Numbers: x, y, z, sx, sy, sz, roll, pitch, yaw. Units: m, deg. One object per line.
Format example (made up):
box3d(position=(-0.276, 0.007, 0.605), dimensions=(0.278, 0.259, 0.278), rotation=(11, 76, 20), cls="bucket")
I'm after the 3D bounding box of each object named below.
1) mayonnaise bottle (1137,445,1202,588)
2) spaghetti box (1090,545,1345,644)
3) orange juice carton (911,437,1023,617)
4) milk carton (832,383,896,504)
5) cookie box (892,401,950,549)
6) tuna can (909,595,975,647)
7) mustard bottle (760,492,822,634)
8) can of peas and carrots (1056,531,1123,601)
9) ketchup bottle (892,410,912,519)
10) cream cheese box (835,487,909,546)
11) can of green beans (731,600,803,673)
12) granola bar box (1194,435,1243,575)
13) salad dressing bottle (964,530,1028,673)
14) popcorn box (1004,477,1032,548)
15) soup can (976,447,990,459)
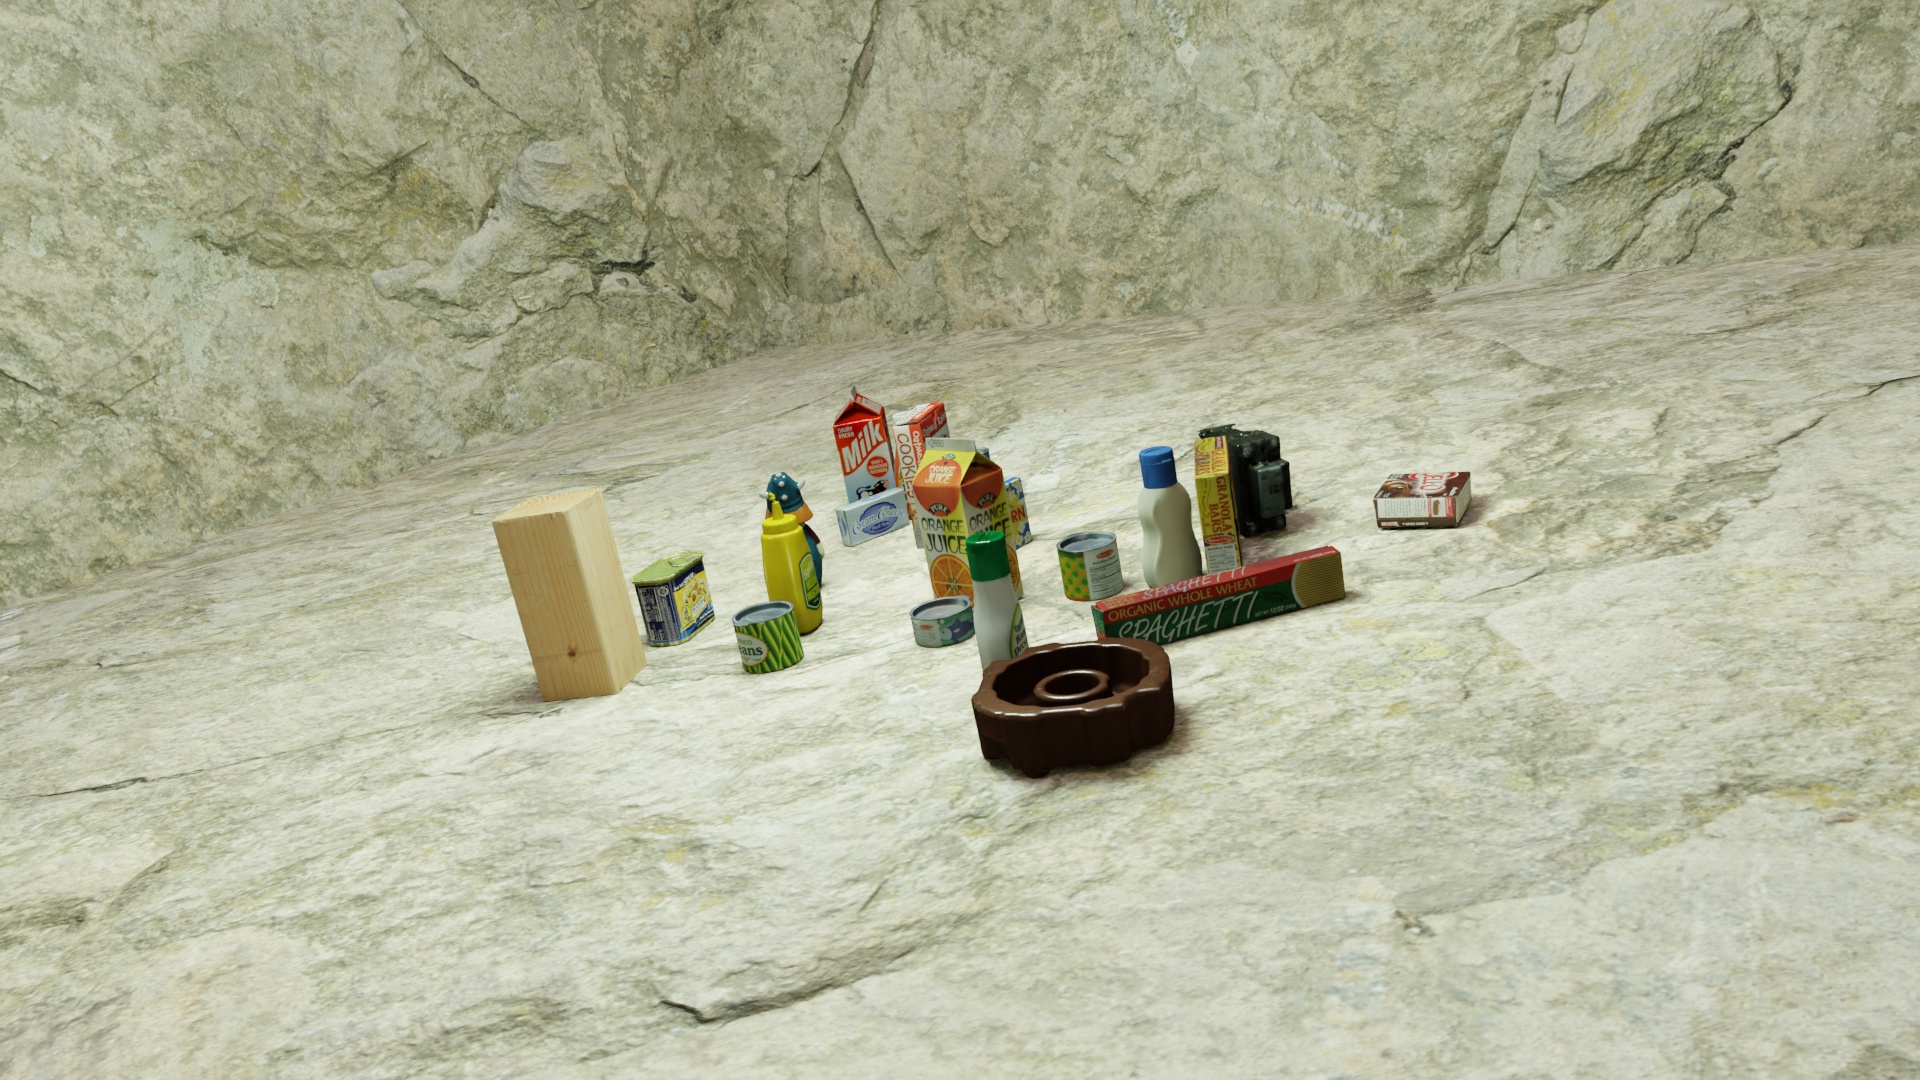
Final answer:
box3d(position=(0.217, -0.025, 1.473), dimensions=(0.065, 0.147, 0.041), rotation=(-18, 17, -24), cls="mayonnaise bottle")
box3d(position=(0.251, 0.058, 1.341), dimensions=(0.250, 0.050, 0.029), rotation=(-13, 16, -9), cls="spaghetti box")
box3d(position=(0.005, -0.019, 1.507), dimensions=(0.072, 0.192, 0.073), rotation=(4, 21, 42), cls="orange juice carton")
box3d(position=(-0.134, -0.125, 1.973), dimensions=(0.073, 0.190, 0.072), rotation=(-10, 15, 2), cls="milk carton")
box3d(position=(-0.039, -0.088, 1.824), dimensions=(0.040, 0.167, 0.123), rotation=(-6, 16, 16), cls="cookie box")
box3d(position=(-0.017, 0.084, 1.455), dimensions=(0.071, 0.032, 0.071), rotation=(-10, 16, 3), cls="tuna can")
box3d(position=(-0.192, 0.024, 1.546), dimensions=(0.049, 0.159, 0.065), rotation=(-6, 16, 16), cls="mustard bottle")
box3d(position=(0.140, 0.027, 1.506), dimensions=(0.071, 0.058, 0.071), rotation=(-10, 16, 3), cls="can of peas and carrots")
box3d(position=(-0.064, -0.106, 1.936), dimensions=(0.065, 0.148, 0.044), rotation=(-7, 16, 14), cls="ketchup bottle")
box3d(position=(-0.118, -0.032, 1.890), dimensions=(0.104, 0.053, 0.024), rotation=(-22, 19, -34), cls="cream cheese box")
box3d(position=(-0.203, 0.102, 1.469), dimensions=(0.071, 0.057, 0.071), rotation=(-10, 16, 3), cls="can of green beans")
box3d(position=(0.280, -0.034, 1.507), dimensions=(0.039, 0.124, 0.166), rotation=(-7, 16, 12), cls="granola bar box")
box3d(position=(0.034, 0.066, 1.276), dimensions=(0.044, 0.147, 0.064), rotation=(-5, 16, 21), cls="salad dressing bottle")
box3d(position=(0.030, -0.020, 1.693), dimensions=(0.038, 0.085, 0.127), rotation=(4, 21, 42), cls="popcorn box")
box3d(position=(0.015, -0.081, 1.920), dimensions=(0.071, 0.083, 0.071), rotation=(-10, 15, 3), cls="soup can")
